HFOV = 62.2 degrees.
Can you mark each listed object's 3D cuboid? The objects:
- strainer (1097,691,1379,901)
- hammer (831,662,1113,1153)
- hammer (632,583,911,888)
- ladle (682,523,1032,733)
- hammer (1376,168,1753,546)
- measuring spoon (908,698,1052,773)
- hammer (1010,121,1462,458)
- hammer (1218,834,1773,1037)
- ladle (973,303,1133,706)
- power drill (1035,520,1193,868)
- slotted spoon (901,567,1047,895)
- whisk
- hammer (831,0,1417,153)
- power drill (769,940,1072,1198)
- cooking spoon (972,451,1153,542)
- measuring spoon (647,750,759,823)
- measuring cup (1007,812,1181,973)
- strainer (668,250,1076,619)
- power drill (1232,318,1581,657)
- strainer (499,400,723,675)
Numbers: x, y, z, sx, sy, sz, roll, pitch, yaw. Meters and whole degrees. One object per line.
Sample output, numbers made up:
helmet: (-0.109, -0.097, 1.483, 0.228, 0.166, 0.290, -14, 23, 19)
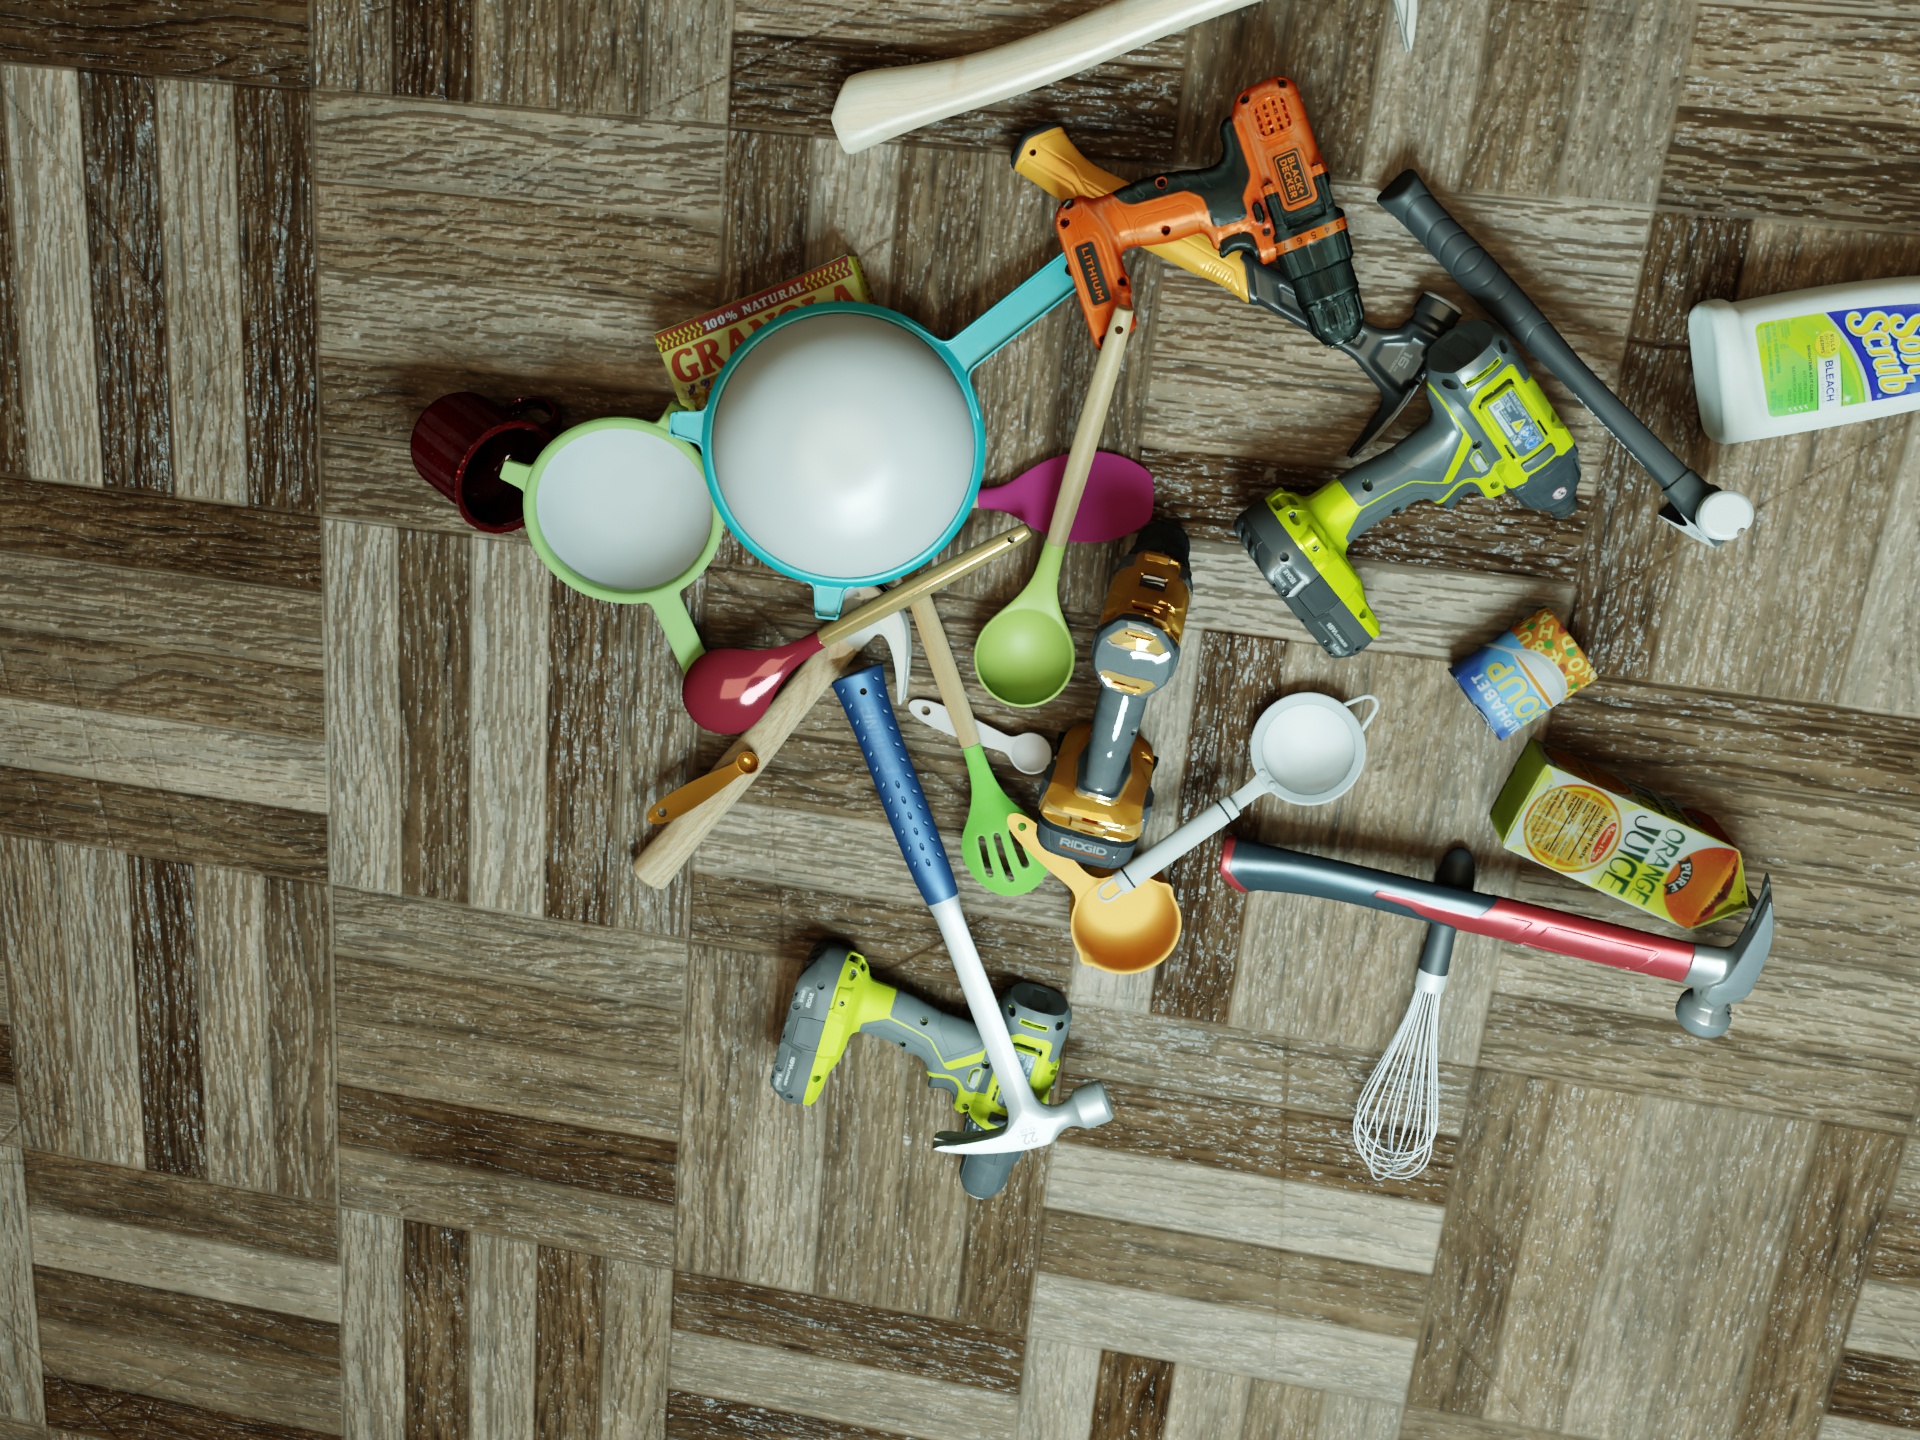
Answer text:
strainer: (0.211, 0.062, 1.222, 0.258, 0.050, 0.087, -35, 75, 3)
hammer: (-0.016, 0.153, 1.254, 0.144, 0.035, 0.405, -20, 95, 4)
hammer: (-0.160, 0.017, 1.301, 0.130, 0.031, 0.331, 40, 109, -3)
ladle: (-0.085, -0.074, 1.231, 0.315, 0.031, 0.069, -27, 99, 13)
hammer: (0.409, -0.252, 1.095, 0.035, 0.146, 0.335, -43, 84, 17)
measuring spoon: (0.017, 0.008, 1.280, 0.124, 0.018, 0.034, 22, 110, 10)
hammer: (0.182, -0.323, 1.144, 0.337, 0.034, 0.127, 31, 107, 0)
hammer: (0.387, 0.132, 1.180, 0.386, 0.038, 0.143, 13, 131, 13)
ladle: (0.076, -0.147, 1.158, 0.078, 0.062, 0.320, 13, 126, -3)
power drill: (0.123, -0.027, 1.187, 0.084, 0.185, 0.226, 15, 127, 5)
slotted spoon: (-0.002, -0.004, 1.258, 0.070, 0.031, 0.313, -17, 97, 13)
whisk: (0.366, 0.236, 1.263, 0.070, 0.070, 0.284, 11, 103, 6)
hammer: (0.107, -0.473, 1.113, 0.410, 0.038, 0.146, -16, 104, 14)
power drill: (-0.037, 0.292, 1.336, 0.228, 0.080, 0.190, 17, 107, 2)
cooking spoon: (-0.011, -0.172, 1.228, 0.319, 0.017, 0.069, 1, 96, 9)
measuring spoon: (-0.210, 0.055, 1.301, 0.117, 0.011, 0.021, -29, 98, 21)
measuring cup: (0.100, 0.125, 1.267, 0.173, 0.052, 0.095, 43, 104, -11)
strainer: (-0.033, -0.232, 1.137, 0.340, 0.095, 0.211, -37, 103, 6)
power drill: (0.324, -0.153, 1.133, 0.223, 0.080, 0.171, -37, 124, 15)
strainer: (-0.243, -0.129, 1.265, 0.151, 0.069, 0.256, -19, 119, 3)
